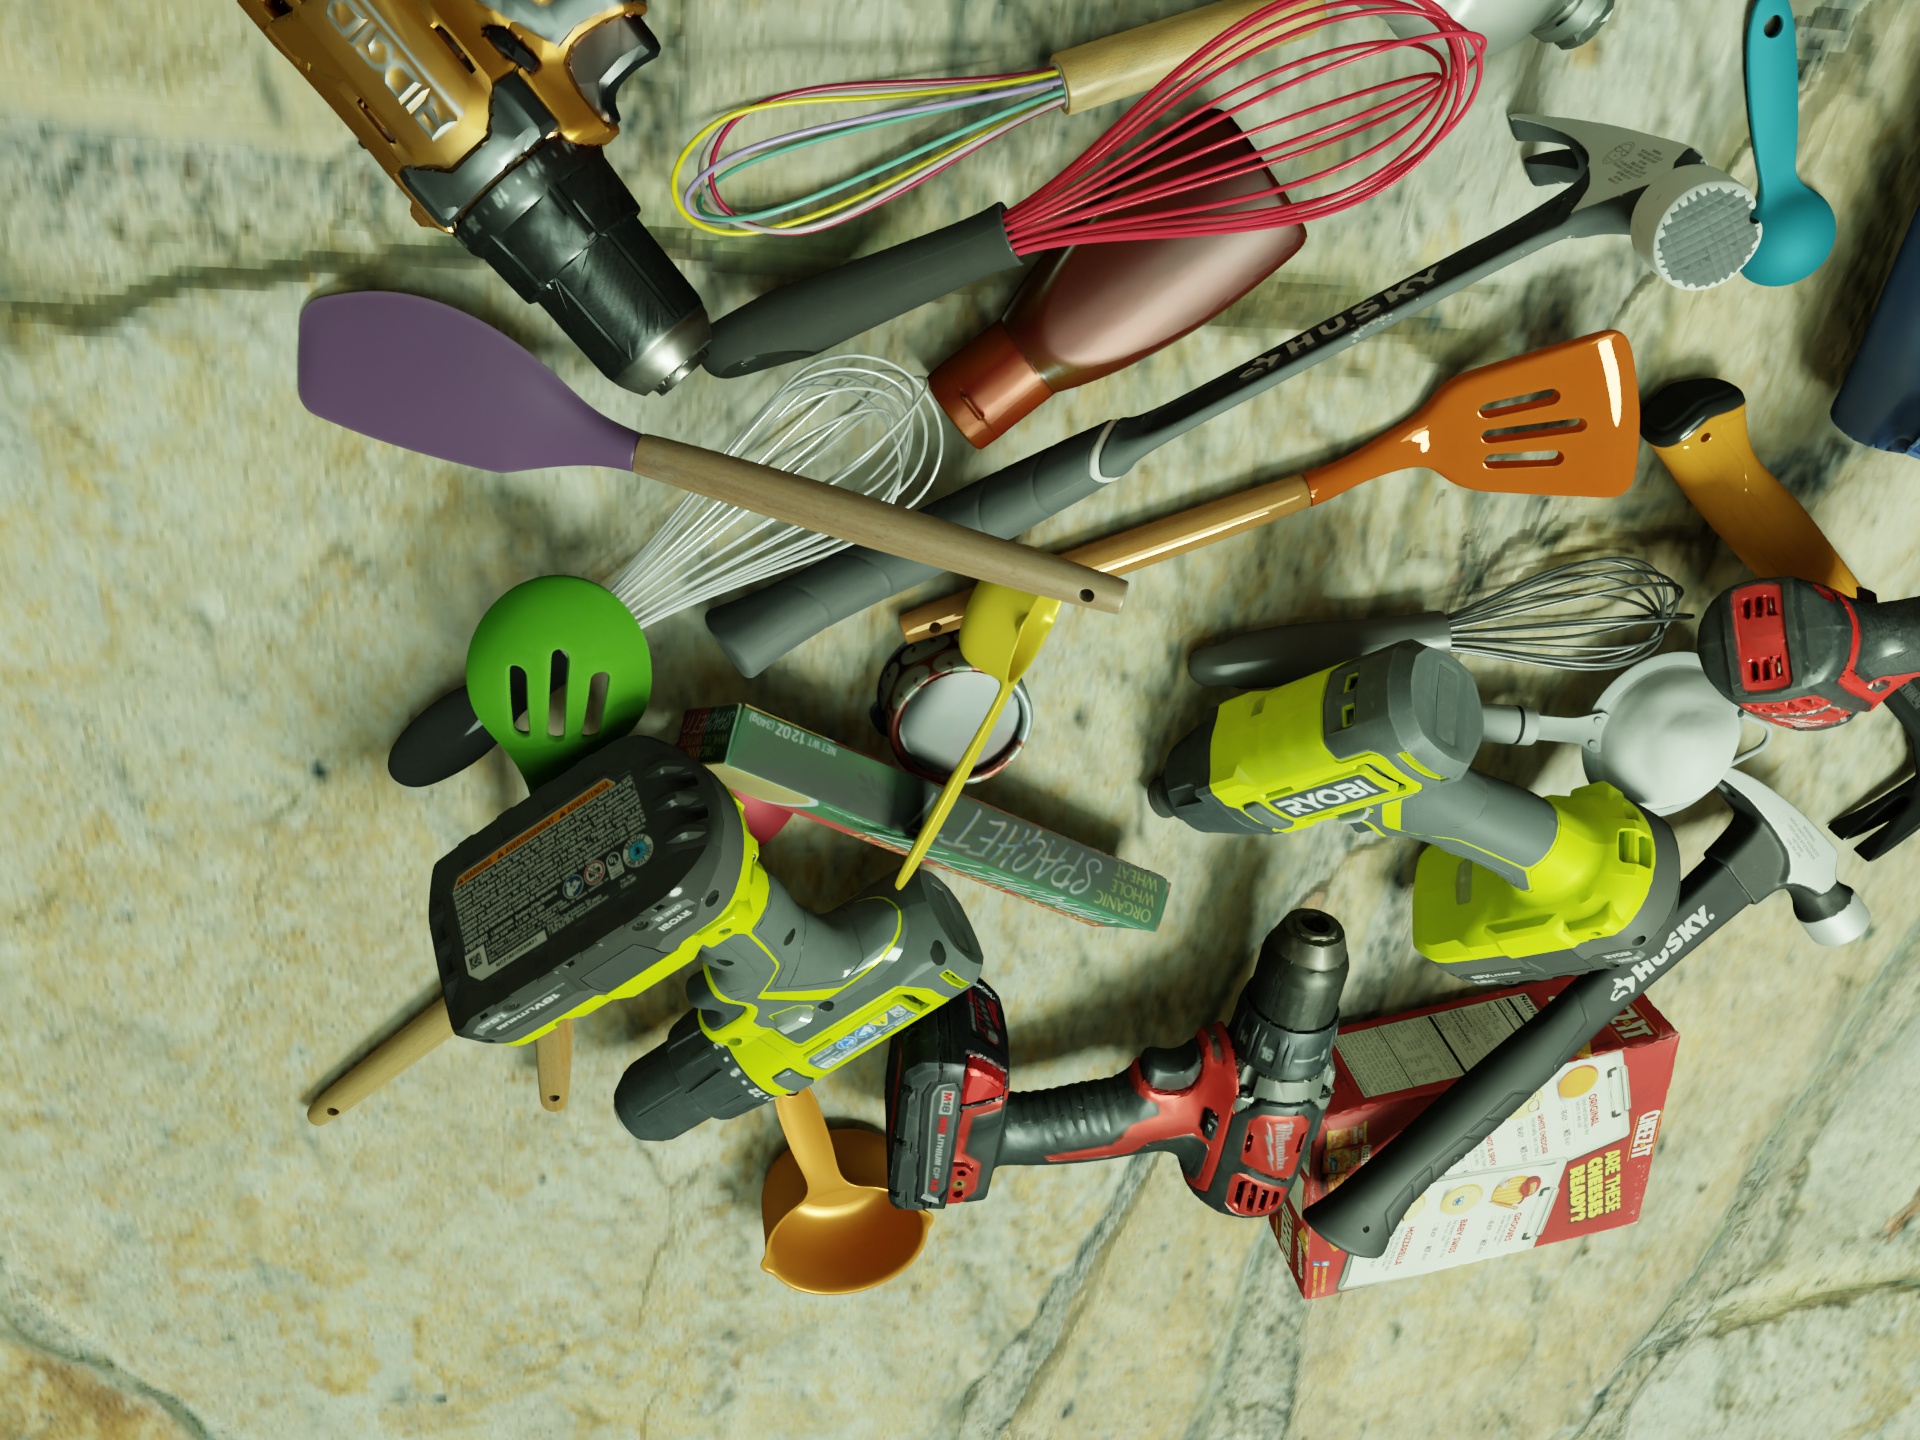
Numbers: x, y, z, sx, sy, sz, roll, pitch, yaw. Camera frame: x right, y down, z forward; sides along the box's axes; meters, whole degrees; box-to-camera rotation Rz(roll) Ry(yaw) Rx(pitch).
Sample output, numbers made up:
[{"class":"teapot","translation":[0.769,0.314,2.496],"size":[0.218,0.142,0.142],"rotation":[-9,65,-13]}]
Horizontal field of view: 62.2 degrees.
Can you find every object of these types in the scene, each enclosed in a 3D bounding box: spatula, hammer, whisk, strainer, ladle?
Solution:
[{"class":"spatula","translation":[-0.091,-0.092,0.574],"size":[0.316,0.018,0.059],"rotation":[18,120,2]},{"class":"hammer","translation":[0.311,0.157,0.832],"size":[0.335,0.035,0.146],"rotation":[-42,103,0]},{"class":"whisk","translation":[0.223,-0.039,0.737],"size":[0.239,0.055,0.055],"rotation":[-8,125,-4]},{"class":"spatula","translation":[0.128,-0.087,0.683],"size":[0.322,0.041,0.080],"rotation":[-19,127,1]},{"class":"strainer","translation":[0.280,0.005,0.767],"size":[0.258,0.050,0.086],"rotation":[5,108,-4]},{"class":"whisk","translation":[0.015,-0.221,0.564],"size":[0.245,0.051,0.047],"rotation":[-19,120,-4]},{"class":"ladle","translation":[-0.195,0.102,0.742],"size":[0.315,0.031,0.069],"rotation":[-37,123,14]},{"class":"hammer","translation":[0.425,-0.050,0.785],"size":[0.336,0.034,0.127],"rotation":[35,108,-30]},{"class":"hammer","translation":[0.075,-0.117,0.616],"size":[0.409,0.149,0.036],"rotation":[-25,120,15]},{"class":"whisk","translation":[-0.126,-0.051,0.636],"size":[0.284,0.070,0.070],"rotation":[-34,125,16]},{"class":"whisk","translation":[0.035,-0.179,0.560],"size":[0.296,0.073,0.073],"rotation":[-17,127,18]}]

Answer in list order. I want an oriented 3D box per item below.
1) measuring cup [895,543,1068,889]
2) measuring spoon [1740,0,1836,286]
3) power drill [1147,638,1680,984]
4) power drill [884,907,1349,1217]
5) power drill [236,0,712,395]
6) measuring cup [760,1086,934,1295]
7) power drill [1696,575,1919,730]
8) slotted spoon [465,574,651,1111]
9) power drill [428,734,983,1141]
[{"class":"measuring cup","translation":[-0.001,-0.002,0.662],"size":[0.029,0.062,0.156],"rotation":[29,101,11]},{"class":"measuring spoon","translation":[0.337,-0.233,0.646],"size":[0.042,0.021,0.128],"rotation":[-25,127,3]},{"class":"power drill","translation":[0.212,0.049,0.750],"size":[0.223,0.080,0.171],"rotation":[28,150,-28]},{"class":"power drill","translation":[0.081,0.171,0.803],"size":[0.226,0.080,0.187],"rotation":[3,123,-7]},{"class":"power drill","translation":[-0.087,-0.228,0.489],"size":[0.226,0.084,0.185],"rotation":[-36,106,13]},{"class":"measuring cup","translation":[-0.073,0.230,0.842],"size":[0.095,0.052,0.173],"rotation":[-16,124,-3]},{"class":"power drill","translation":[0.443,-0.037,0.669],"size":[0.220,0.078,0.143],"rotation":[-9,167,39]},{"class":"slotted spoon","translation":[-0.174,0.072,0.687],"size":[0.070,0.031,0.313],"rotation":[3,131,-12]},{"class":"power drill","translation":[-0.116,0.110,0.685],"size":[0.190,0.080,0.228],"rotation":[-32,146,10]}]
